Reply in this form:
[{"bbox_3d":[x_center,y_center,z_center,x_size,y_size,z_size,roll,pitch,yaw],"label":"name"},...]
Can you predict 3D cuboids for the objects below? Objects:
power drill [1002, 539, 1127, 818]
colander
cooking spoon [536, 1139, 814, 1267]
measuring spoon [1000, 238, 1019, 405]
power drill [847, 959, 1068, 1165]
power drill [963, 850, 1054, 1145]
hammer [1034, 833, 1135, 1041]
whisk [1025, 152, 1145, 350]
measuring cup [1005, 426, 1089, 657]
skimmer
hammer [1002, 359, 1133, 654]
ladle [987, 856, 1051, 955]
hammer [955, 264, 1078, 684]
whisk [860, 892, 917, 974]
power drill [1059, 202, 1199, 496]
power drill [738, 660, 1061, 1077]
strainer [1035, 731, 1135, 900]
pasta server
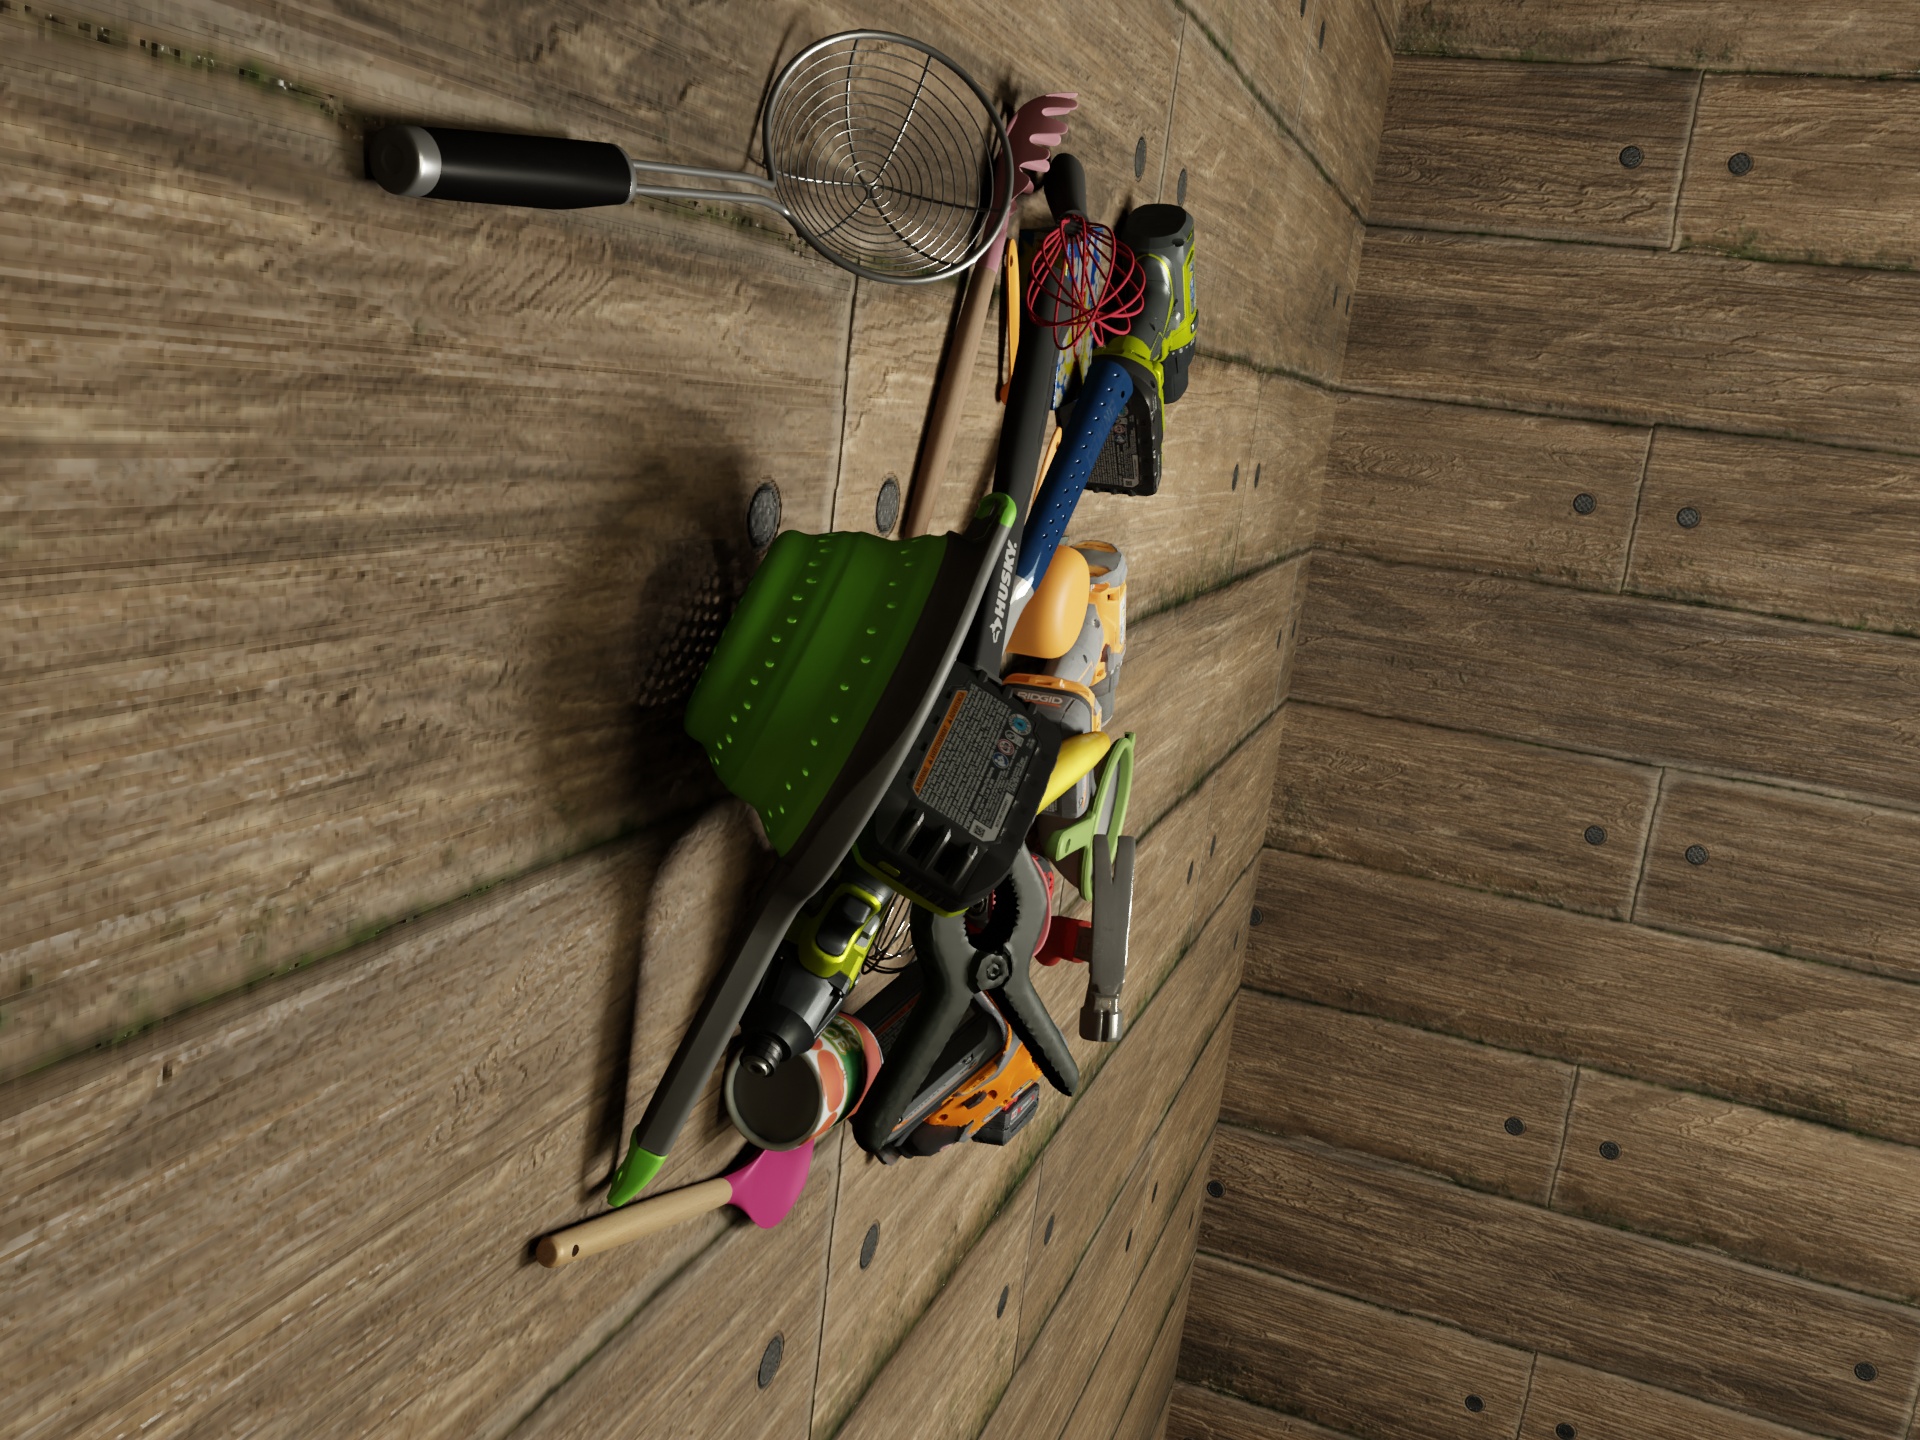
[{"bbox_3d":[0.091,-0.017,1.335,0.226,0.084,0.185,-66,160,-45],"label":"power drill"},{"bbox_3d":[-0.108,0.048,0.771,0.397,0.094,0.204,-62,-171,5],"label":"colander"},{"bbox_3d":[-0.145,0.266,0.887,0.318,0.017,0.069,23,78,-72],"label":"cooking spoon"},{"bbox_3d":[0.033,-0.279,1.119,0.021,0.011,0.116,-46,139,-60],"label":"measuring spoon"},{"bbox_3d":[-0.019,0.247,1.104,0.164,0.084,0.226,-41,156,0],"label":"power drill"},{"bbox_3d":[0.024,0.216,1.272,0.143,0.078,0.219,-1,98,-73],"label":"power drill"},{"bbox_3d":[0.095,0.172,1.317,0.359,0.036,0.149,126,-32,-83],"label":"hammer"},{"bbox_3d":[0.075,-0.314,1.031,0.296,0.073,0.073,-91,178,-54],"label":"whisk"},{"bbox_3d":[0.074,-0.131,1.191,0.095,0.052,0.173,4,100,-71],"label":"measuring cup"},{"bbox_3d":[-0.087,-0.238,0.657,0.127,0.090,0.363,65,28,-4],"label":"skimmer"},{"bbox_3d":[0.036,-0.088,1.093,0.143,0.035,0.406,49,55,-44],"label":"hammer"},{"bbox_3d":[0.013,0.053,0.984,0.315,0.031,0.069,71,35,-50],"label":"ladle"},{"bbox_3d":[0.029,-0.142,1.022,0.146,0.035,0.335,31,64,-50],"label":"hammer"},{"bbox_3d":[-0.021,0.082,1.117,0.059,0.057,0.246,-49,-169,44],"label":"whisk"},{"bbox_3d":[0.154,-0.299,1.359,0.190,0.080,0.229,78,27,-50],"label":"power drill"},{"bbox_3d":[-0.045,0.085,0.848,0.223,0.080,0.171,-50,-170,44],"label":"power drill"},{"bbox_3d":[0.090,0.087,1.389,0.256,0.069,0.151,-13,115,-72],"label":"strainer"},{"bbox_3d":[0.017,-0.263,1.030,0.060,0.040,0.316,152,-47,-80],"label":"pasta server"}]
